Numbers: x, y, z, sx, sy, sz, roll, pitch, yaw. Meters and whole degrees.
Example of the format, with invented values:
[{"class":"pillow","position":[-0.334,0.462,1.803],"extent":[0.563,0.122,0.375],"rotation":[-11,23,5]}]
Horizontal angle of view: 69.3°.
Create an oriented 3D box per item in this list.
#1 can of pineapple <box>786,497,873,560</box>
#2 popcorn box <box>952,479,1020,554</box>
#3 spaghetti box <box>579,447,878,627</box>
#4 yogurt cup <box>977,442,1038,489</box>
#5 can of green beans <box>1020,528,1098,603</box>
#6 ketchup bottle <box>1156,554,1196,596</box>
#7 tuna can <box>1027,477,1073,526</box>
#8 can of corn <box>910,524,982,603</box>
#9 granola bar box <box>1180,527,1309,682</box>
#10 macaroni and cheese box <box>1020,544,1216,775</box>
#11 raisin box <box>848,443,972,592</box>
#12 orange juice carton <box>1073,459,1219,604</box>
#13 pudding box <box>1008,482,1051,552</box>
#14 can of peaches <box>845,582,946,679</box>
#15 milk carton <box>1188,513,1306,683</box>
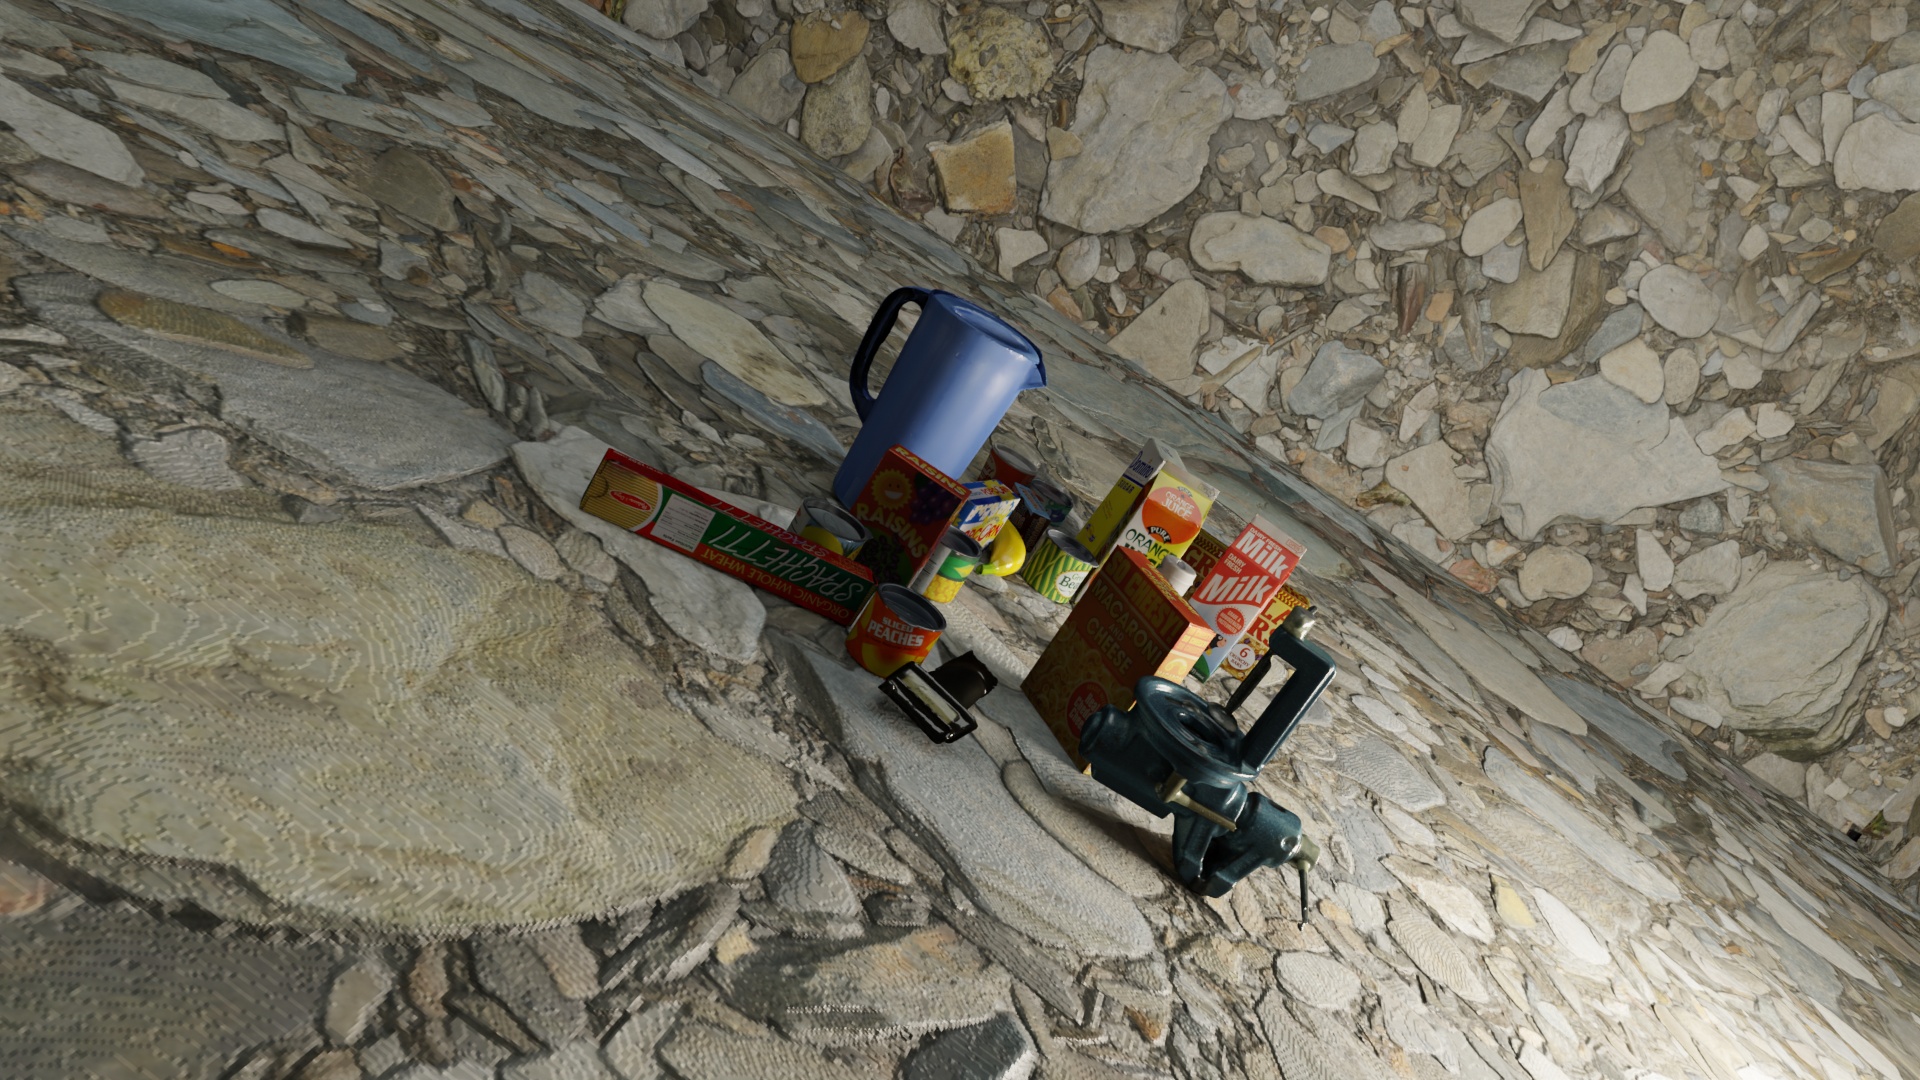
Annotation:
[{"class":"can of pineapple","position":[-0.123,0.005,1.233],"extent":[0.071,0.057,0.071],"rotation":[30,18,-10]},{"class":"popcorn box","position":[0.005,-0.018,1.464],"extent":[0.038,0.085,0.127],"rotation":[38,18,16]},{"class":"spaghetti box","position":[-0.188,0.001,1.147],"extent":[0.250,0.050,0.029],"rotation":[26,19,-21]},{"class":"yogurt cup","position":[0.058,-0.084,1.775],"extent":[0.072,0.053,0.072],"rotation":[30,18,-10]},{"class":"can of green beans","position":[0.109,0.029,1.560],"extent":[0.071,0.057,0.071],"rotation":[30,18,-10]},{"class":"ketchup bottle","position":[0.180,0.083,1.389],"extent":[0.043,0.148,0.065],"rotation":[34,17,3]},{"class":"tuna can","position":[0.113,-0.050,1.811],"extent":[0.071,0.032,0.071],"rotation":[29,18,-10]},{"class":"can of corn","position":[-0.020,0.020,1.365],"extent":[0.071,0.058,0.071],"rotation":[30,18,-10]},{"class":"granola bar box","position":[0.316,0.078,1.672],"extent":[0.165,0.124,0.039],"rotation":[34,17,5]},{"class":"macaroni and cheese box","position":[0.136,0.106,1.226],"extent":[0.040,0.166,0.124],"rotation":[19,22,-38]},{"class":"raisin box","position":[-0.059,-0.016,1.286],"extent":[0.086,0.123,0.040],"rotation":[34,17,4]},{"class":"orange juice carton","position":[0.210,0.004,1.576],"extent":[0.072,0.192,0.073],"rotation":[32,17,-2]},{"class":"pudding box","position":[0.075,-0.029,1.666],"extent":[0.030,0.049,0.084],"rotation":[25,19,-25]},{"class":"can of peaches","position":[-0.055,0.078,1.156],"extent":[0.071,0.058,0.071],"rotation":[30,18,-10]},{"class":"milk carton","position":[0.312,0.065,1.592],"extent":[0.072,0.190,0.073],"rotation":[37,18,13]}]
